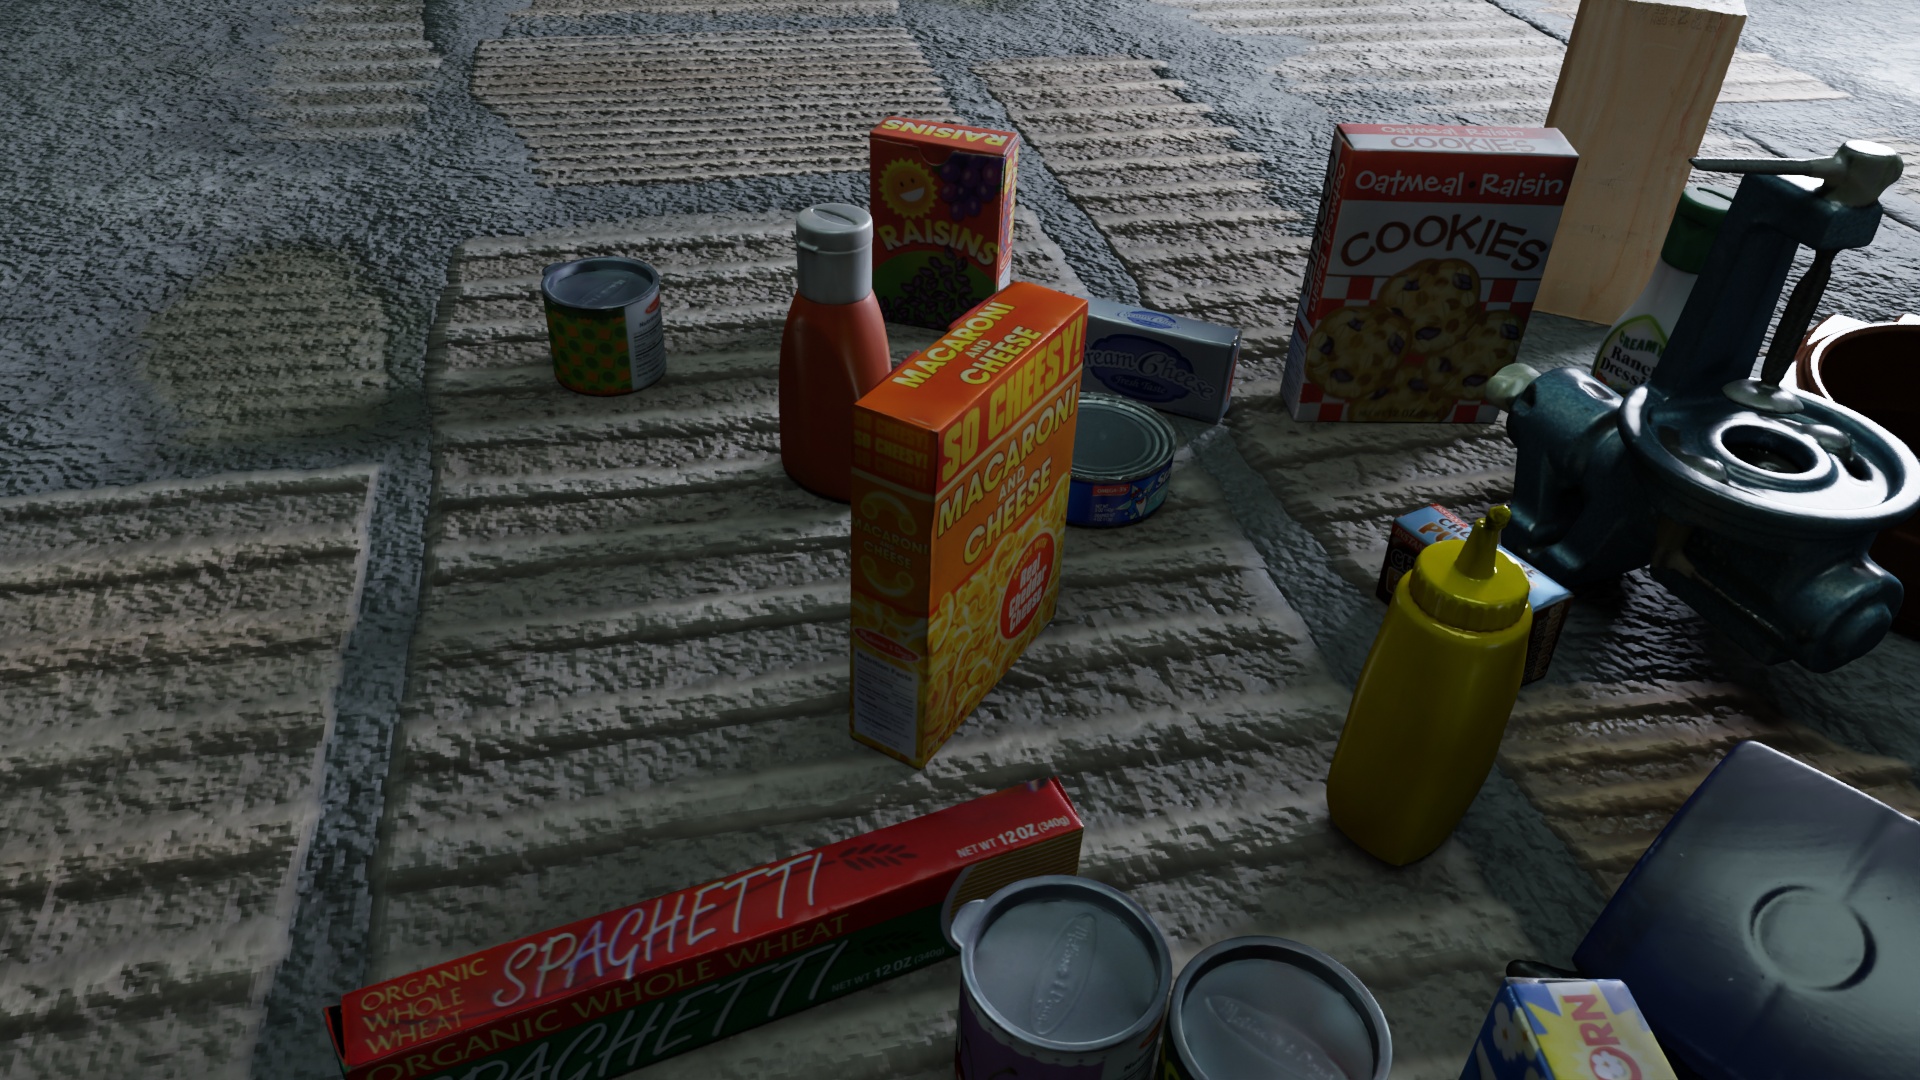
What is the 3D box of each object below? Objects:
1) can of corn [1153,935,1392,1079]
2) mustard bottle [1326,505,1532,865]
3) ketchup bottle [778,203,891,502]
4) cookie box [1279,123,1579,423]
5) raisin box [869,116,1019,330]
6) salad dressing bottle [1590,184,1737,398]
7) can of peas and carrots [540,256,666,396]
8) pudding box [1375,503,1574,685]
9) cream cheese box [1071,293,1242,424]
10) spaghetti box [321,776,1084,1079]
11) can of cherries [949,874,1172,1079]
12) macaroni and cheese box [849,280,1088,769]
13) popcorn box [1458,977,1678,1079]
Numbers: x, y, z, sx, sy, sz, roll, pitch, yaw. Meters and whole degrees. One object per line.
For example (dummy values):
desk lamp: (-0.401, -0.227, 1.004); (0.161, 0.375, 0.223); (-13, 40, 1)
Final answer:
can of corn: (0.093, 0.170, 0.431); (0.071, 0.058, 0.071); (2, 36, -1)
mustard bottle: (0.178, 0.049, 0.516); (0.065, 0.159, 0.049); (-27, 46, -35)
ketchup bottle: (-0.063, -0.094, 0.701); (0.065, 0.148, 0.044); (26, 42, 28)
cookie box: (0.258, -0.147, 0.782); (0.123, 0.166, 0.040); (0, 36, -4)
raisin box: (-0.012, -0.193, 0.862); (0.086, 0.122, 0.040); (12, 37, 12)
salad dressing bottle: (0.397, -0.123, 0.775); (0.044, 0.146, 0.064); (-16, 40, -24)
can of peas and carrots: (-0.209, -0.126, 0.809); (0.071, 0.058, 0.071); (2, 36, -1)
pudding box: (0.237, 0.025, 0.645); (0.030, 0.049, 0.084); (-18, 41, -26)
cream cheese box: (0.108, -0.106, 0.811); (0.104, 0.053, 0.024); (16, 38, 17)
spaghetti box: (-0.075, 0.139, 0.468); (0.251, 0.049, 0.029); (-13, 39, -21)
can of cherries: (0.030, 0.152, 0.450); (0.071, 0.058, 0.072); (2, 36, -1)
macaroni and cheese box: (0.002, -0.007, 0.574); (0.040, 0.165, 0.124); (21, 40, 22)
popcorn box: (0.178, 0.197, 0.377); (0.038, 0.084, 0.127); (-1, 36, -5)
